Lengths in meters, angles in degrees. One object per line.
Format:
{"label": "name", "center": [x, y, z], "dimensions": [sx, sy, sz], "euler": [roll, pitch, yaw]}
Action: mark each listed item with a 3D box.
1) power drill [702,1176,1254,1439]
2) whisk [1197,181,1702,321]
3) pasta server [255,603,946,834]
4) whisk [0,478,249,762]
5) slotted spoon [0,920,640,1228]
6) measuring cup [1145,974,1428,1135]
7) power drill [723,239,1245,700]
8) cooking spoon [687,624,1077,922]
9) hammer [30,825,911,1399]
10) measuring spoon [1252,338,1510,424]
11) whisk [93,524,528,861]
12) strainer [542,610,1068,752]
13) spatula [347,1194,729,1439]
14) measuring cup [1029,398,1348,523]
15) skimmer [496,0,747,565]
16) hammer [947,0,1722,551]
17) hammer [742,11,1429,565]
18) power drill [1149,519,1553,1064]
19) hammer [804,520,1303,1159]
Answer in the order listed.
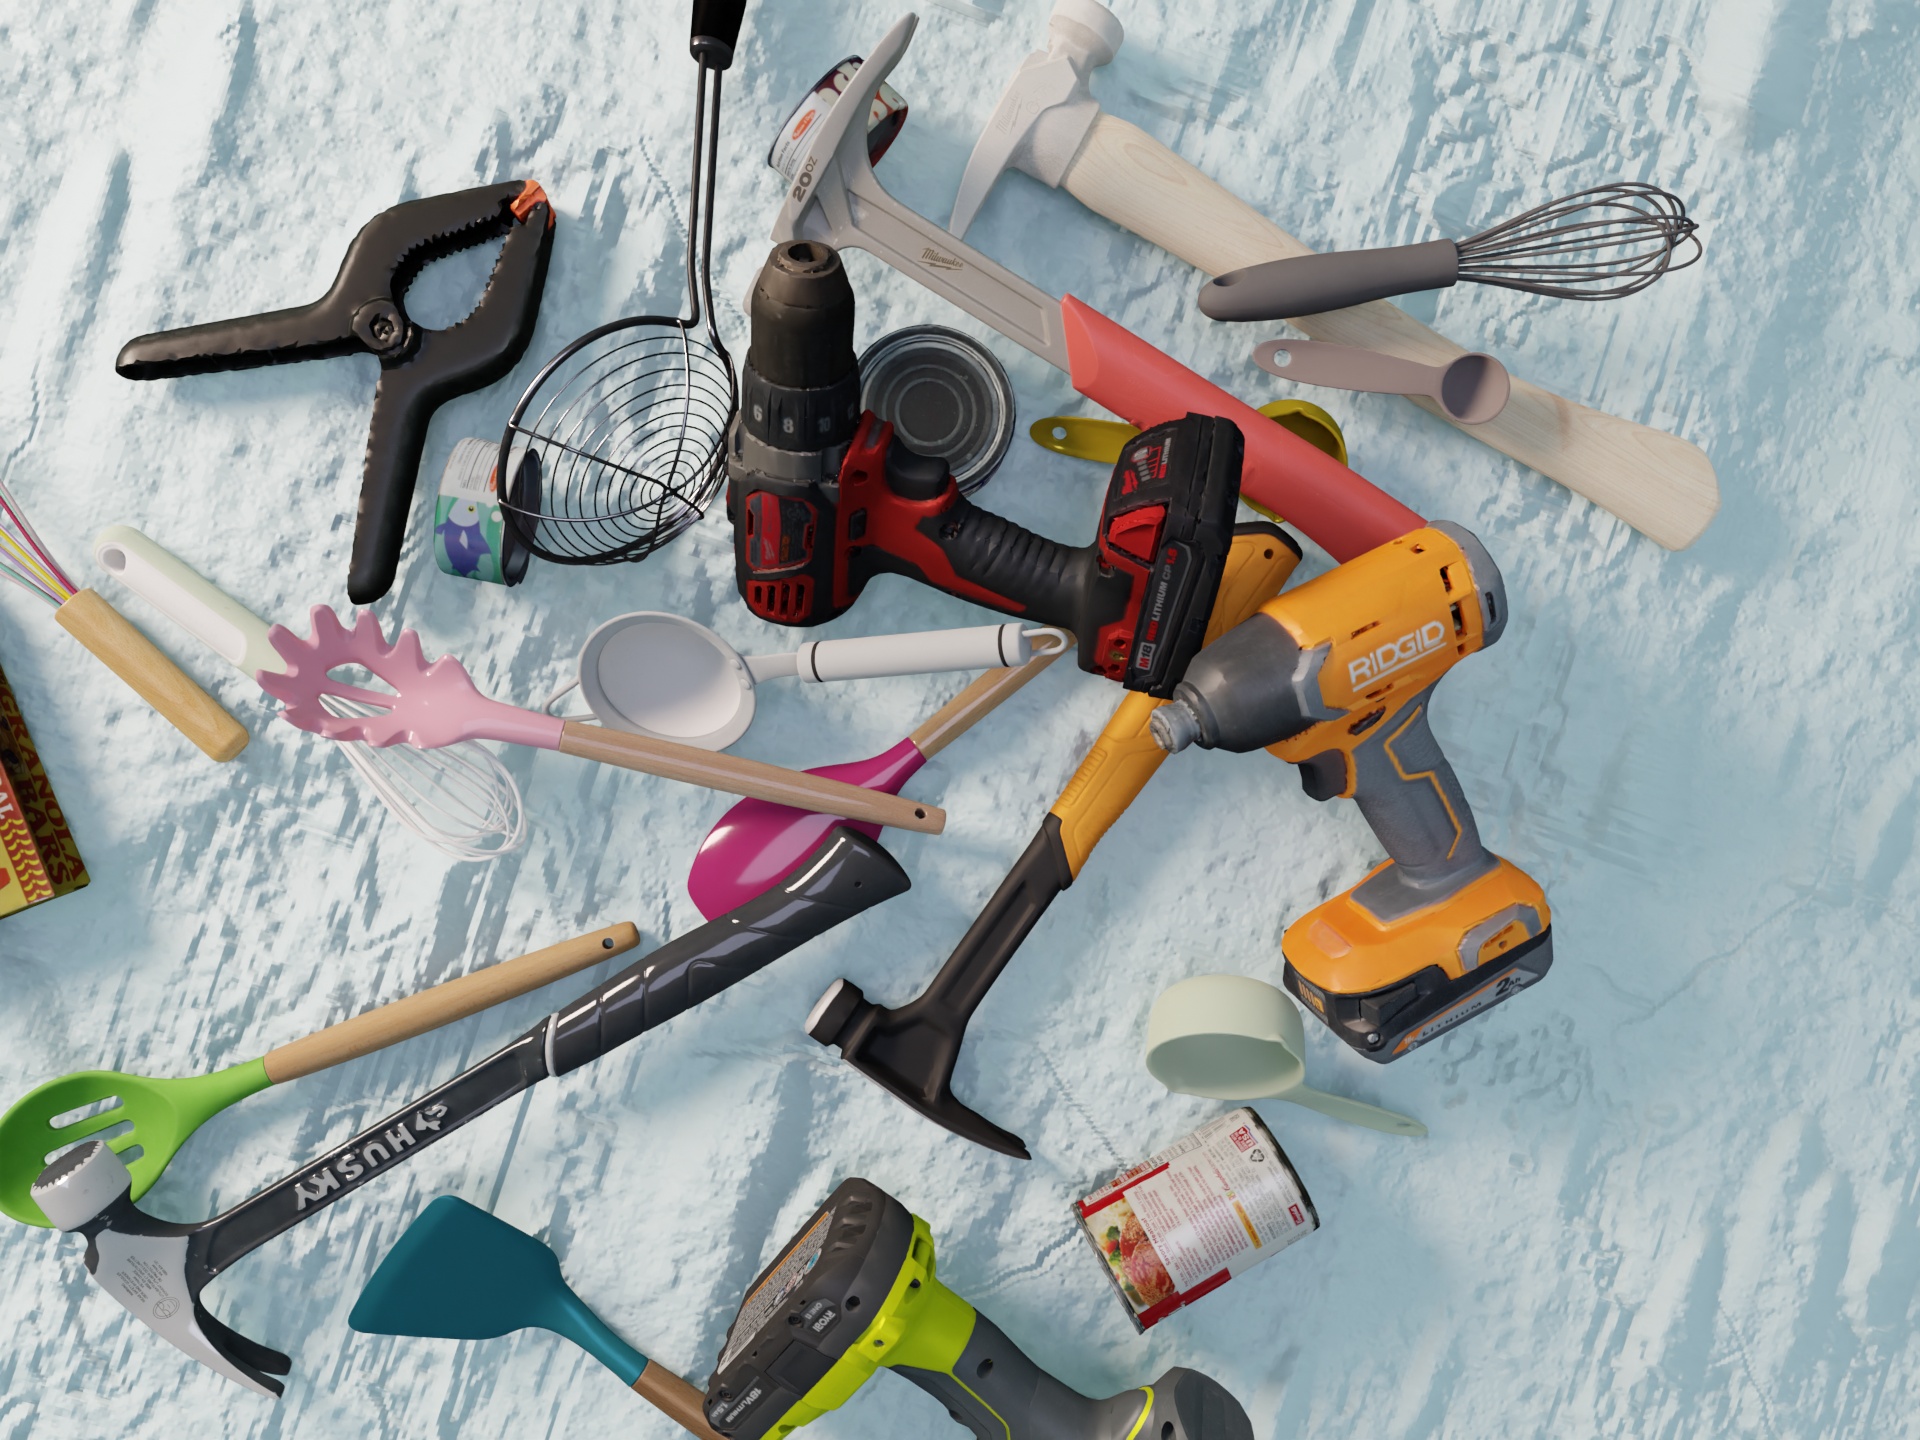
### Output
{"label": "power drill", "center": [0.000, 0.332, 0.747], "dimensions": [0.223, 0.080, 0.171], "euler": [36, 114, -6]}
{"label": "whisk", "center": [0.231, -0.214, 0.753], "dimensions": [0.239, 0.055, 0.055], "euler": [-8, 91, 1]}
{"label": "pasta server", "center": [-0.157, 0.012, 0.737], "dimensions": [0.316, 0.040, 0.060], "euler": [14, 72, -11]}
{"label": "whisk", "center": [-0.431, -0.070, 0.744], "dimensions": [0.245, 0.051, 0.047], "euler": [44, 122, -8]}
{"label": "slotted spoon", "center": [-0.303, 0.159, 0.760], "dimensions": [0.313, 0.031, 0.070], "euler": [-21, 92, -6]}
{"label": "measuring cup", "center": [0.167, 0.168, 0.788], "dimensions": [0.167, 0.083, 0.038], "euler": [23, 52, -22]}
{"label": "power drill", "center": [0.006, -0.107, 0.700], "dimensions": [0.226, 0.187, 0.080], "euler": [12, 46, 4]}
{"label": "cooking spoon", "center": [-0.001, -0.003, 0.785], "dimensions": [0.319, 0.017, 0.069], "euler": [-39, 93, -2]}
{"label": "hammer", "center": [-0.206, 0.168, 0.749], "dimensions": [0.409, 0.036, 0.149], "euler": [-30, 107, -5]}
{"label": "measuring spoon", "center": [0.202, -0.168, 0.771], "dimensions": [0.124, 0.018, 0.034], "euler": [10, 98, 2]}
{"label": "whisk", "center": [-0.306, -0.014, 0.749], "dimensions": [0.246, 0.059, 0.057], "euler": [36, 115, 0]}
{"label": "strainer", "center": [-0.074, -0.026, 0.733], "dimensions": [0.258, 0.050, 0.086], "euler": [-4, 129, 21]}
{"label": "spatula", "center": [-0.136, 0.336, 0.765], "dimensions": [0.317, 0.044, 0.082], "euler": [36, 96, -5]}
{"label": "measuring cup", "center": [0.113, -0.138, 0.790], "dimensions": [0.156, 0.029, 0.062], "euler": [9, 125, 8]}
{"label": "skimmer", "center": [-0.146, -0.253, 0.750], "dimensions": [0.090, 0.127, 0.363], "euler": [-3, 77, 28]}
{"label": "hammer", "center": [0.191, -0.190, 0.791], "dimensions": [0.410, 0.038, 0.146], "euler": [30, 90, -4]}
{"label": "hammer", "center": [0.087, -0.164, 0.733], "dimensions": [0.359, 0.037, 0.149], "euler": [30, 110, -8]}
{"label": "power drill", "center": [0.180, 0.041, 0.726], "dimensions": [0.164, 0.084, 0.226], "euler": [-25, 116, -11]}
{"label": "hammer", "center": [0.069, 0.049, 0.784], "dimensions": [0.127, 0.034, 0.337], "euler": [35, 88, -3]}
